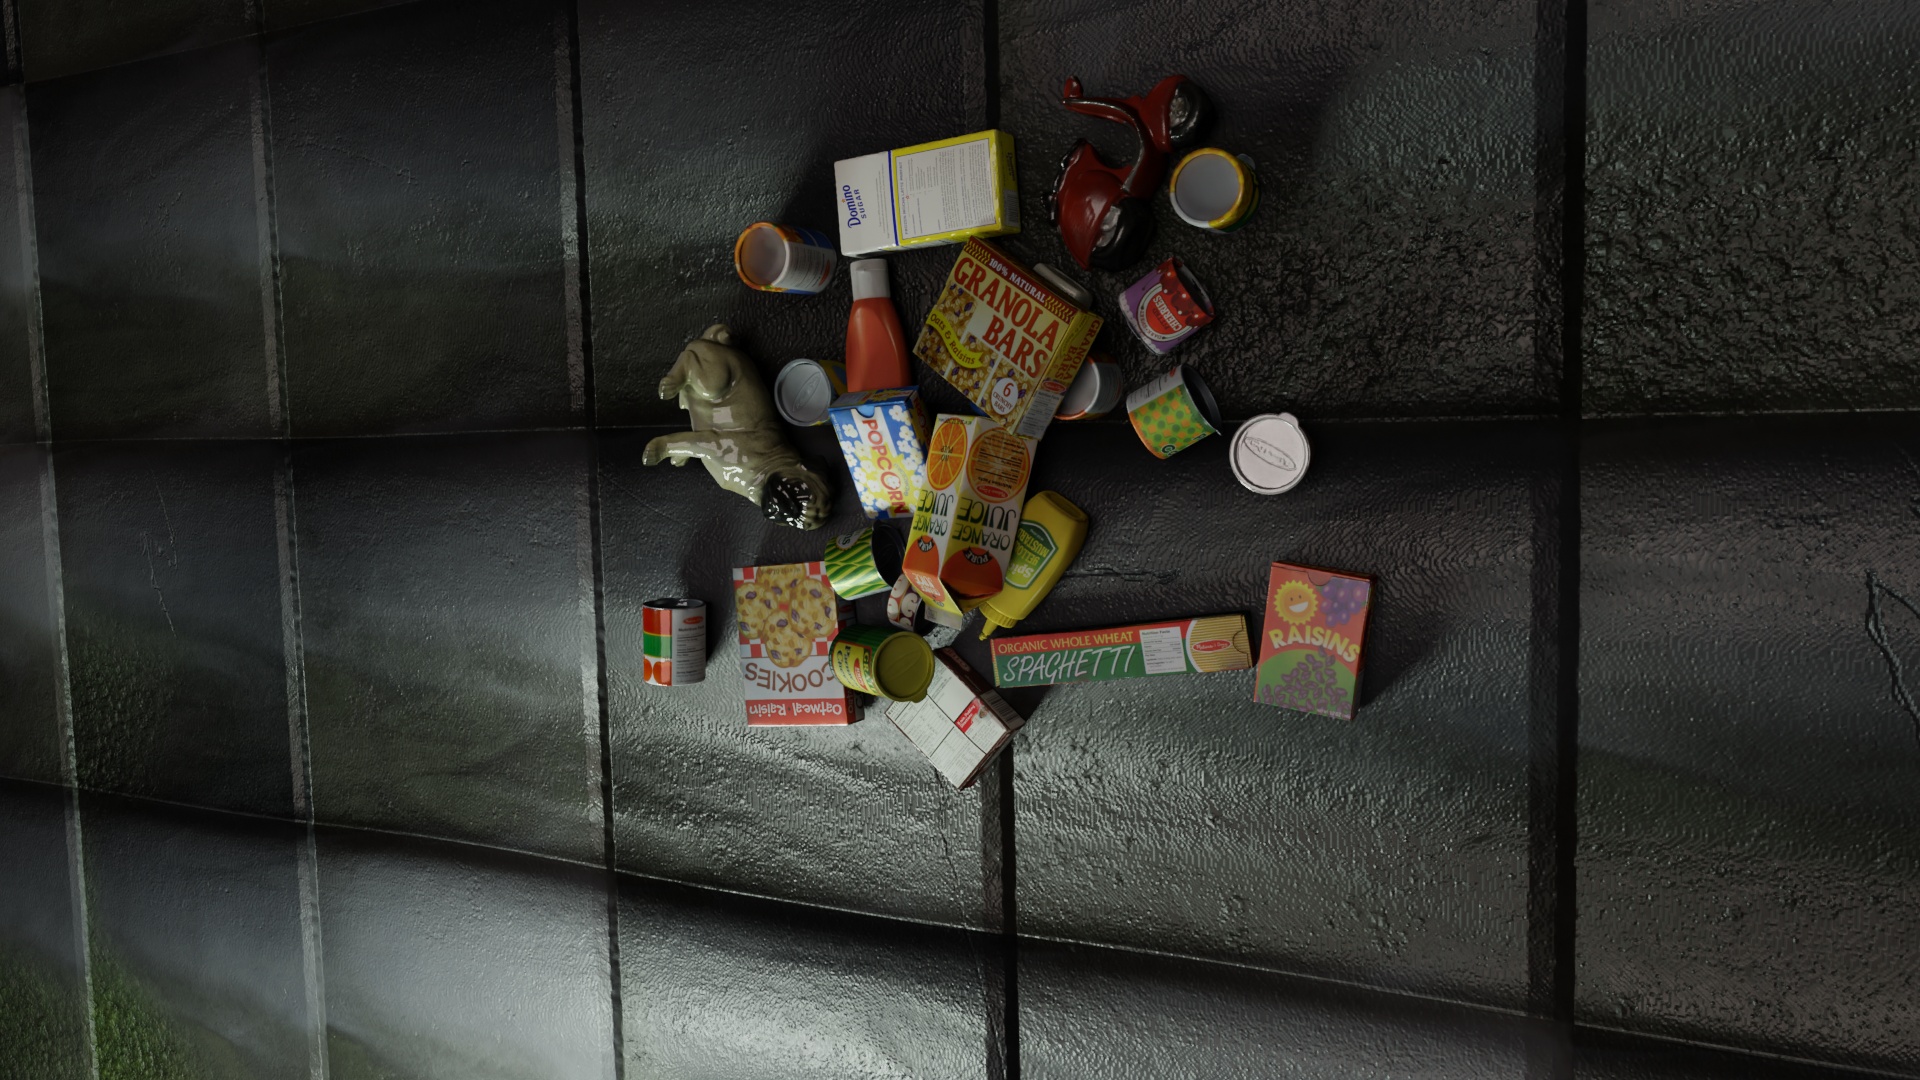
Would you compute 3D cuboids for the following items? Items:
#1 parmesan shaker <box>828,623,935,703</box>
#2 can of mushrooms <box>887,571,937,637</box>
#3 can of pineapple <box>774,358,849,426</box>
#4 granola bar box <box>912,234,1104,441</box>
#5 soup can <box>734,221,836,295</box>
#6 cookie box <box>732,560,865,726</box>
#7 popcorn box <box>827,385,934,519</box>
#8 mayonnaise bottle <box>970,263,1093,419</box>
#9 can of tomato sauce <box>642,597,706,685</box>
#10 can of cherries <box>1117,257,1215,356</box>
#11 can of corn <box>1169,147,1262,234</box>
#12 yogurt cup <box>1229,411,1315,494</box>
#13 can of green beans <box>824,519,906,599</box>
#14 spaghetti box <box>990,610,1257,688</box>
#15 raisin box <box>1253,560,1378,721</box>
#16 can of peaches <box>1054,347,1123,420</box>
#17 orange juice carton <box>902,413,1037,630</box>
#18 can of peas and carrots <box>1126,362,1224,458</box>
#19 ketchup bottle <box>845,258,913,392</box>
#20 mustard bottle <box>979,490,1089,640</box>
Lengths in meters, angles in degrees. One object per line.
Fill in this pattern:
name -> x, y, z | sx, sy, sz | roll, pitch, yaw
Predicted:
parmesan shaker -> -0.077, 0.119, 1.341 | 0.103, 0.071, 0.071 | 2, 97, 60
can of mushrooms -> -0.039, 0.055, 1.340 | 0.033, 0.071, 0.071 | 23, 105, 24
can of pineapple -> -0.140, -0.145, 1.376 | 0.071, 0.058, 0.071 | 3, 97, 26
granola bar box -> 0.038, -0.183, 1.245 | 0.166, 0.039, 0.123 | 44, 113, 40
soup can -> -0.174, -0.278, 1.366 | 0.071, 0.084, 0.071 | 3, 96, 27
cookie box -> -0.165, 0.106, 1.422 | 0.123, 0.040, 0.167 | -5, 92, 27
popcorn box -> -0.065, -0.082, 1.327 | 0.085, 0.038, 0.126 | -2, 122, 27
mayonnaise bottle -> 0.060, -0.179, 1.284 | 0.065, 0.041, 0.147 | 42, 113, 27
can of tomato sauce -> -0.305, 0.107, 1.478 | 0.071, 0.071, 0.083 | 4, 97, 26
can of cherries -> 0.179, -0.202, 1.205 | 0.058, 0.071, 0.071 | -34, 80, 25
can of corn -> 0.219, -0.300, 1.183 | 0.071, 0.058, 0.071 | 3, 97, 26
yogurt cup -> 0.269, -0.074, 1.181 | 0.072, 0.054, 0.072 | 3, 96, 26
can of green beans -> -0.092, 0.021, 1.363 | 0.057, 0.071, 0.071 | -15, 88, 27
spaghetti box -> 0.145, 0.101, 1.273 | 0.250, 0.029, 0.050 | -8, 92, 27
raisin box -> 0.303, 0.084, 1.188 | 0.086, 0.040, 0.123 | 10, 98, 26
can of peaches -> 0.104, -0.142, 1.255 | 0.071, 0.058, 0.071 | 3, 97, 26
orange juice carton -> 0.005, -0.016, 1.275 | 0.072, 0.073, 0.192 | 12, 89, 59
can of peas and carrots -> 0.188, -0.110, 1.212 | 0.058, 0.071, 0.071 | -29, 82, 27
ketchup bottle -> -0.083, -0.197, 1.351 | 0.064, 0.043, 0.148 | -4, 93, 27
mustard bottle -> 0.058, 0.032, 1.299 | 0.065, 0.049, 0.159 | 37, 109, 22
